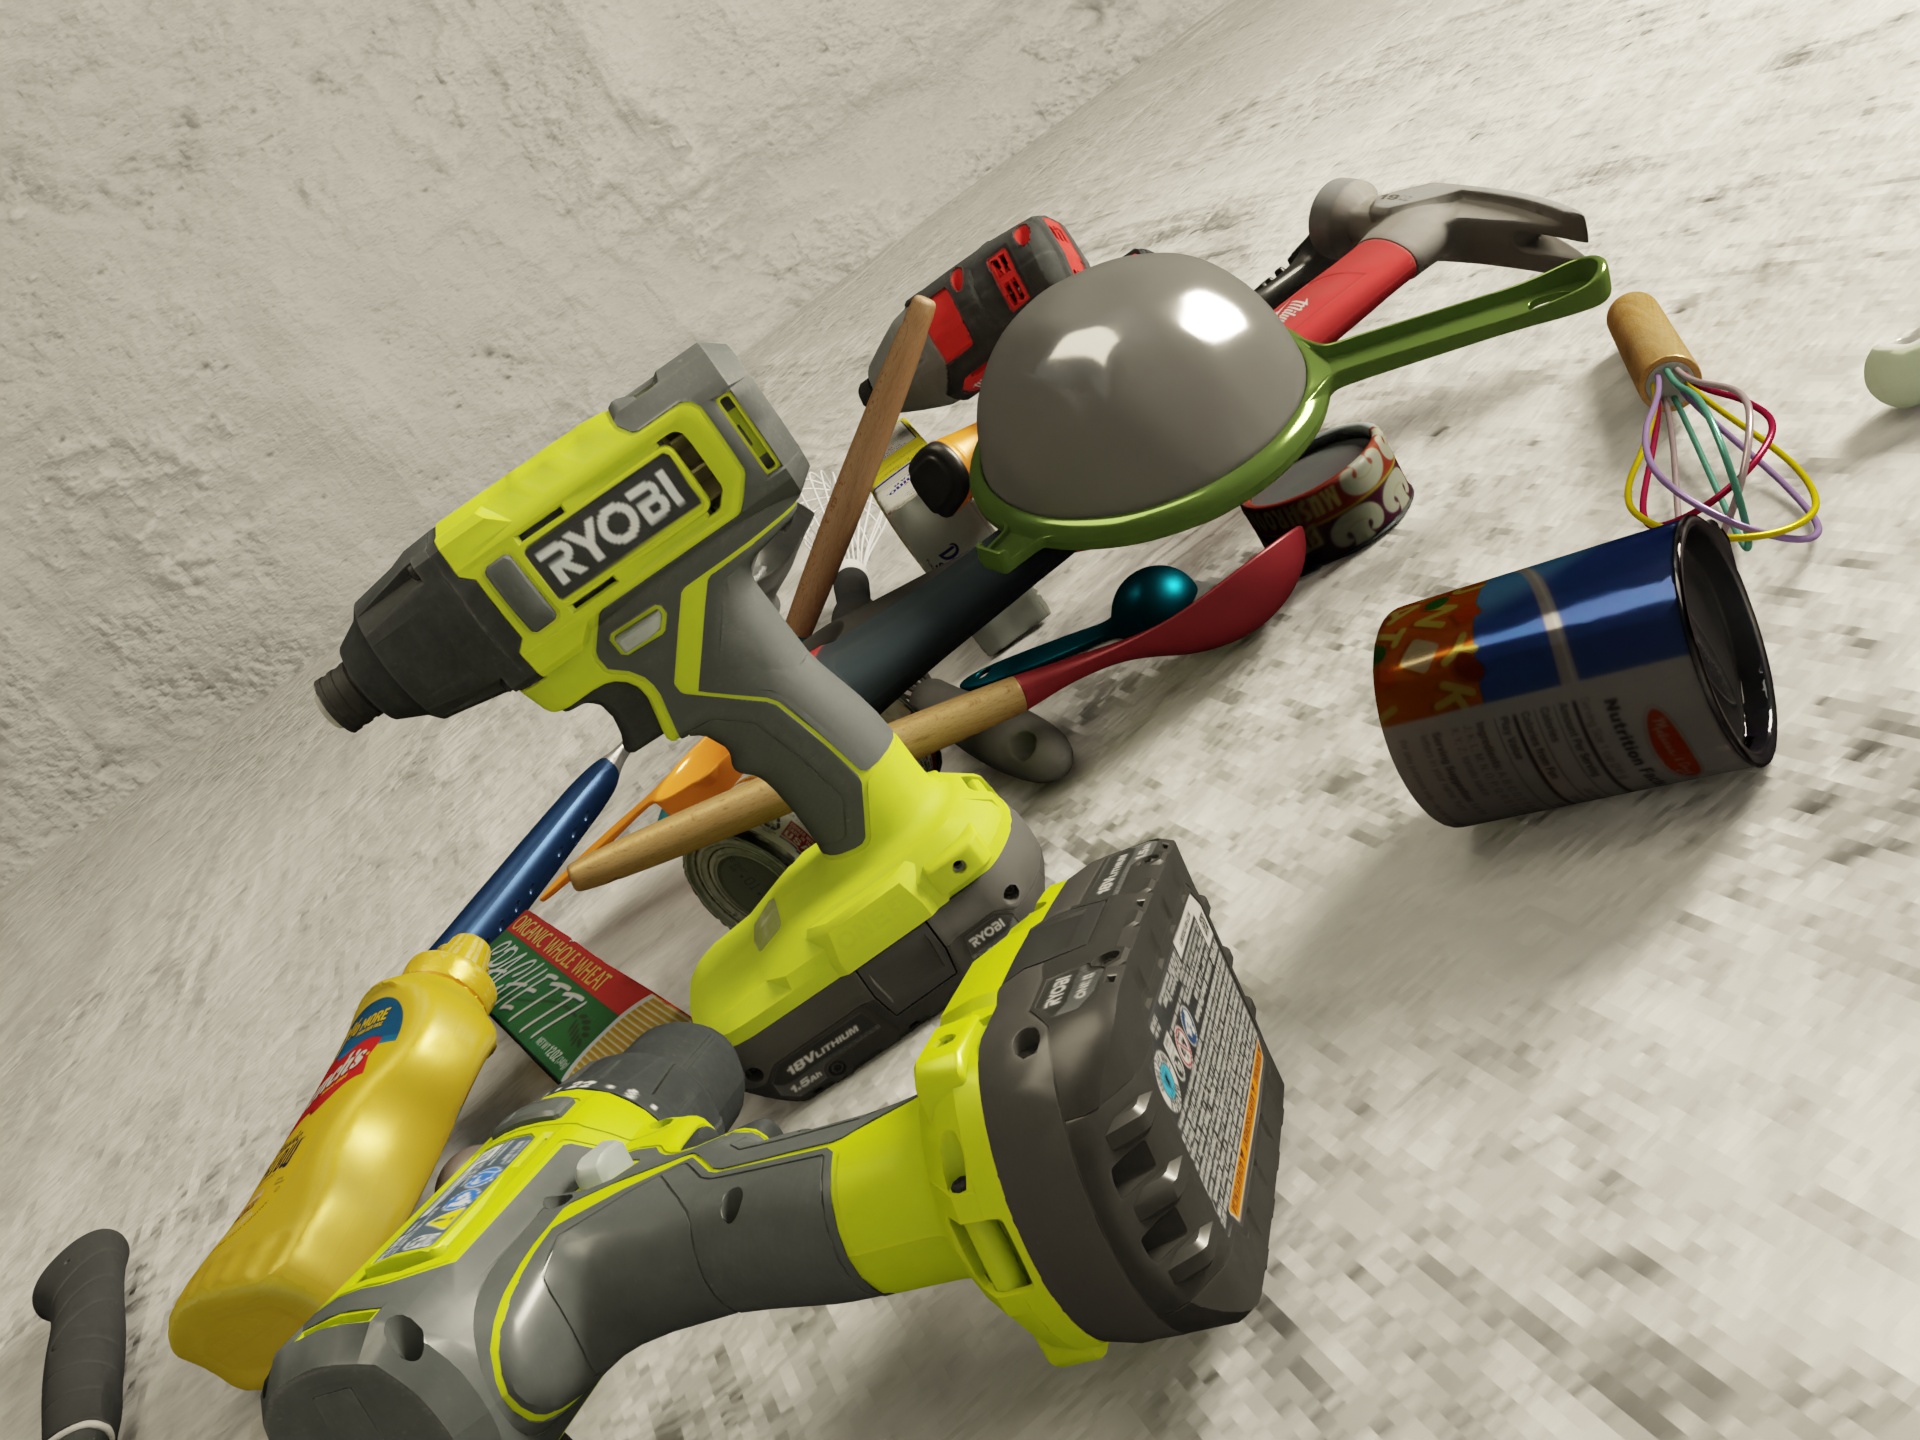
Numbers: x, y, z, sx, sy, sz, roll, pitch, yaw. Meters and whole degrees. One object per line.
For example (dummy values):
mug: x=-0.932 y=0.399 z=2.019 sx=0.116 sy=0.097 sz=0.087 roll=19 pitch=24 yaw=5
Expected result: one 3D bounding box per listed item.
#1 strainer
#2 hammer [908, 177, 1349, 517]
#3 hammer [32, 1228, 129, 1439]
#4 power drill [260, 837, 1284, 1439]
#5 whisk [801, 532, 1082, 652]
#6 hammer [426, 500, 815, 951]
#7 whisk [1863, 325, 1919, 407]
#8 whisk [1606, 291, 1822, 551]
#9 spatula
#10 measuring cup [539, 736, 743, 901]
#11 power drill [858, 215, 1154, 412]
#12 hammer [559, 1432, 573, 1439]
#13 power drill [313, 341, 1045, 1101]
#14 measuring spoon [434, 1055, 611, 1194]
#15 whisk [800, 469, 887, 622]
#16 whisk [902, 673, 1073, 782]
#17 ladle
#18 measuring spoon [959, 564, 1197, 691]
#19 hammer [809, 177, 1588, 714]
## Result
strainer: x=0.114 y=-0.151 z=0.613 sx=0.256 sy=0.069 sz=0.152 roll=-14 pitch=40 yaw=17
hammer: x=0.095 y=-0.183 z=0.806 sx=0.337 sy=0.034 sz=0.127 roll=-36 pitch=-5 yaw=-40
hammer: x=-0.328 y=0.276 z=0.596 sx=0.149 sy=0.036 sz=0.409 roll=-41 pitch=21 yaw=-19
power drill: x=-0.039 y=0.110 z=0.414 sx=0.228 sy=0.080 sz=0.190 roll=-22 pitch=9 yaw=20
whisk: x=0.037 y=-0.087 z=0.743 sx=0.296 sy=0.073 sz=0.073 roll=-31 pitch=19 yaw=-15
hammer: x=-0.194 y=0.018 z=0.897 sx=0.406 sy=0.035 sz=0.144 roll=-59 pitch=0 yaw=-39
whisk: x=0.383 y=-0.158 z=0.447 sx=0.246 sy=0.059 sz=0.058 roll=-29 pitch=9 yaw=29
whisk: x=0.249 y=-0.113 z=0.558 sx=0.047 sy=0.051 sz=0.245 roll=-31 pitch=17 yaw=27
spatula: x=-0.086 y=-0.072 z=0.825 sx=0.082 sy=0.044 sz=0.317 roll=-99 pitch=31 yaw=-68
measuring cup: x=-0.127 y=0.051 z=0.763 sx=0.173 sy=0.052 sz=0.095 roll=-39 pitch=14 yaw=16
power drill: x=0.042 y=-0.217 z=0.909 sx=0.143 sy=0.078 sz=0.219 roll=-30 pitch=-7 yaw=30
hammer: x=-0.027 y=0.191 z=0.322 sx=0.335 sy=0.035 sz=0.146 roll=-22 pitch=25 yaw=30
power drill: x=-0.087 y=0.012 z=0.537 sx=0.171 sy=0.223 sz=0.080 roll=-35 pitch=20 yaw=-1
measuring spoon: x=-0.164 y=0.152 z=0.586 sx=0.124 sy=0.018 sz=0.034 roll=-42 pitch=33 yaw=33
whisk: x=-0.070 y=-0.101 z=1.005 sx=0.070 sy=0.070 sz=0.285 roll=-32 pitch=26 yaw=8
whisk: x=-0.015 y=-0.005 z=0.723 sx=0.055 sy=0.055 sz=0.239 roll=-40 pitch=26 yaw=-14
ladle: x=-0.001 y=-0.002 z=0.613 sx=0.315 sy=0.031 sz=0.069 roll=-23 pitch=-10 yaw=-10
measuring spoon: x=0.048 y=-0.043 z=0.734 sx=0.128 sy=0.021 sz=0.042 roll=-22 pitch=24 yaw=29
hammer: x=0.093 y=-0.113 z=0.668 sx=0.386 sy=0.038 sz=0.143 roll=-40 pitch=39 yaw=-17
